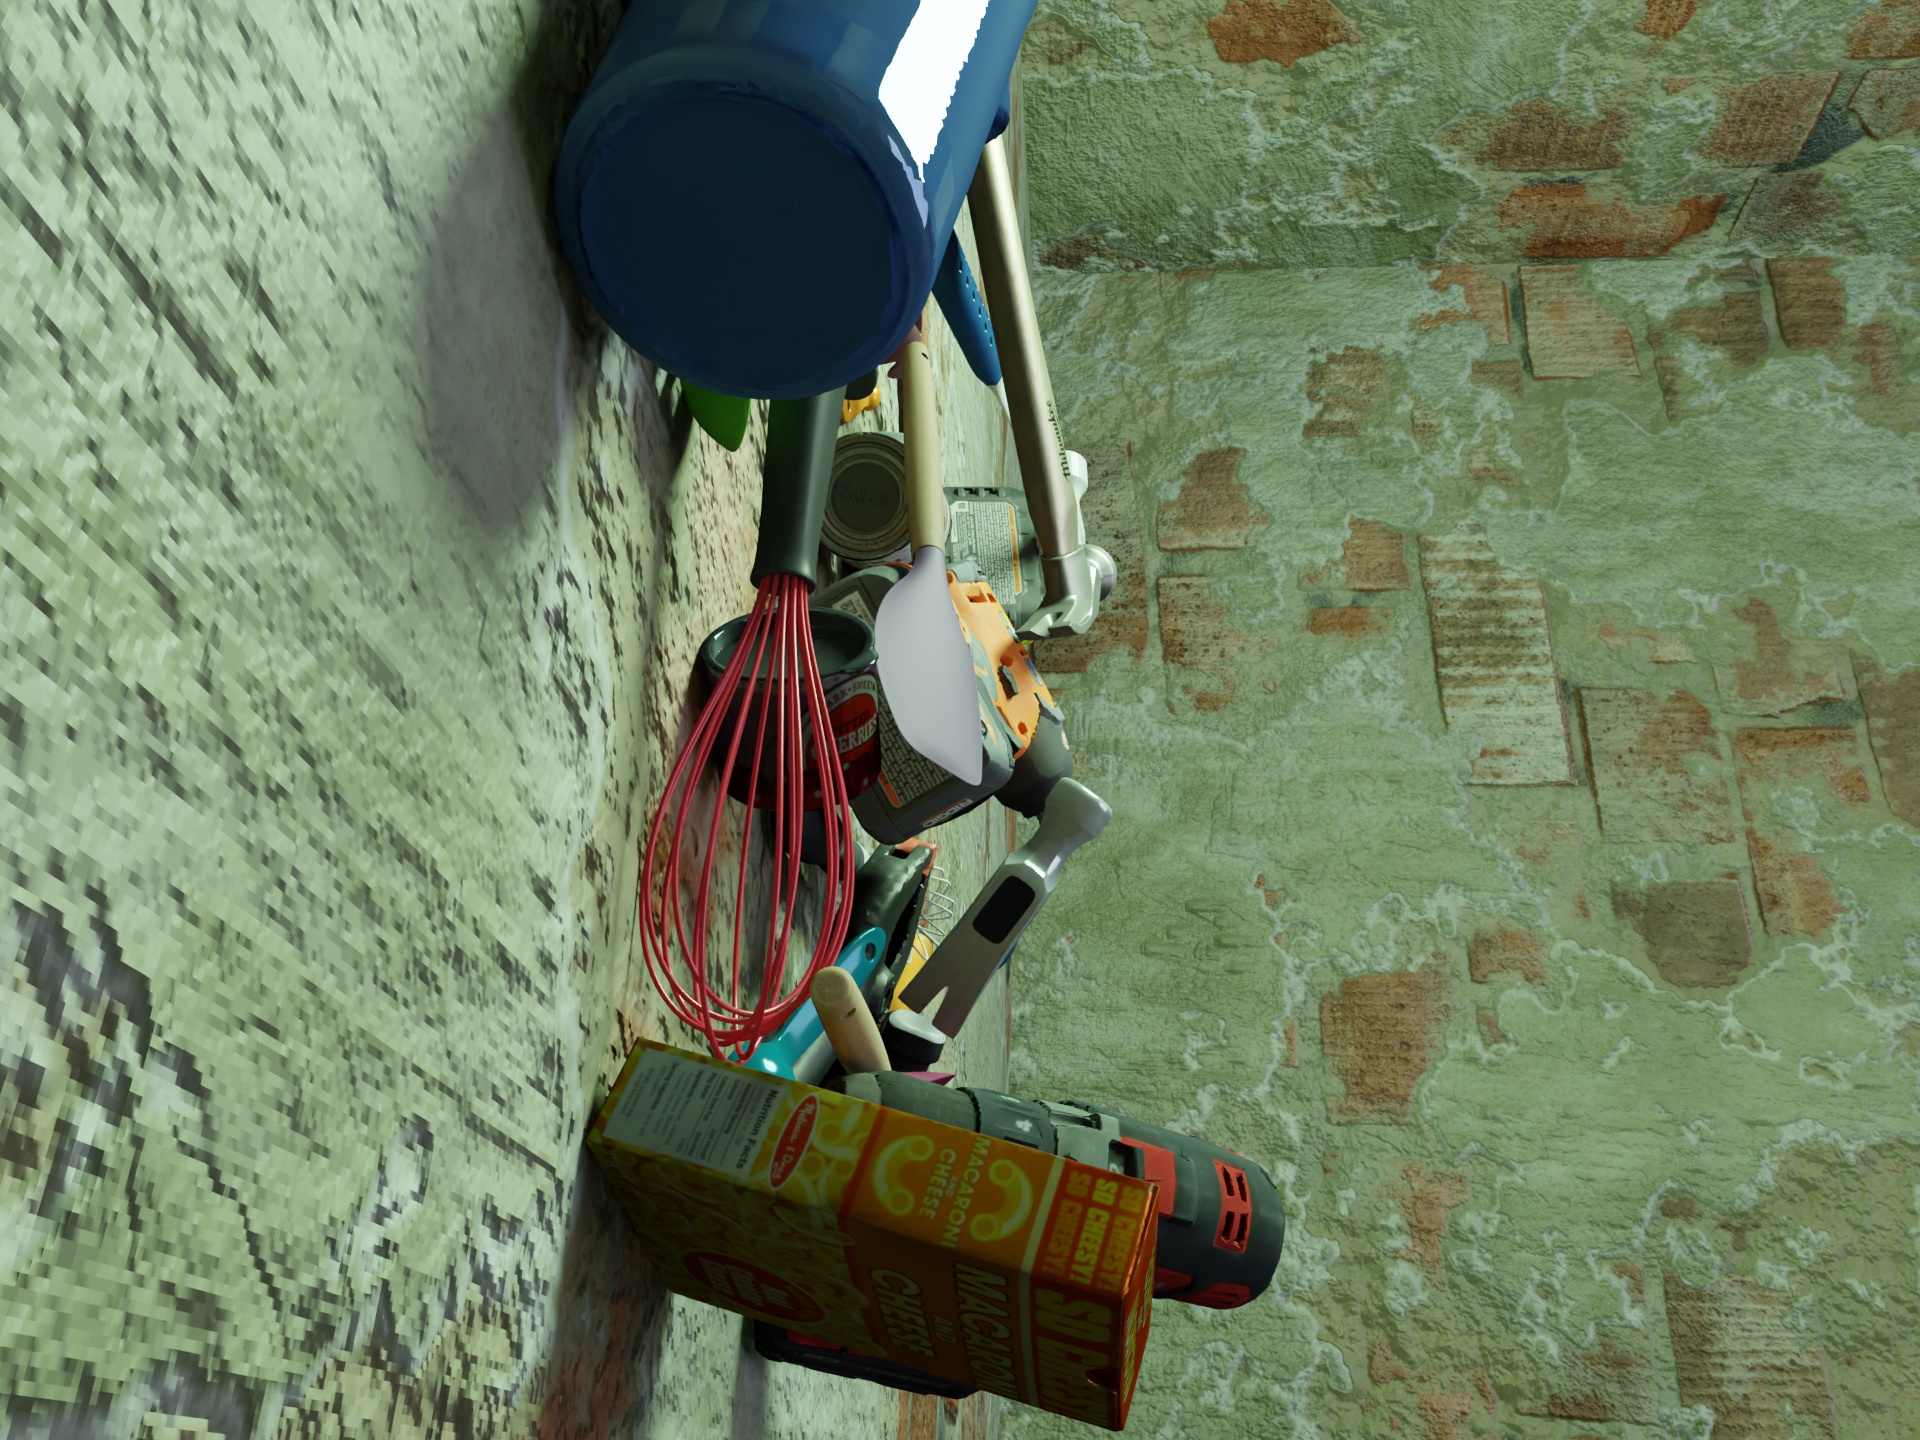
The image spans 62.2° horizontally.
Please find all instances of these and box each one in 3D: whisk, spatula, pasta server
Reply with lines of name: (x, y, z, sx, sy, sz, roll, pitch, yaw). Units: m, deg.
whisk: (-0.052, 0.081, 0.846, 0.284, 0.070, 0.070, 61, 29, -70)
whisk: (-0.064, -0.029, 0.553, 0.073, 0.073, 0.296, 75, 18, -70)
spatula: (-0.018, -0.092, 0.734, 0.059, 0.018, 0.316, 34, 33, -29)
pasta server: (-0.043, -0.205, 1.110, 0.316, 0.040, 0.060, 89, 4, -64)

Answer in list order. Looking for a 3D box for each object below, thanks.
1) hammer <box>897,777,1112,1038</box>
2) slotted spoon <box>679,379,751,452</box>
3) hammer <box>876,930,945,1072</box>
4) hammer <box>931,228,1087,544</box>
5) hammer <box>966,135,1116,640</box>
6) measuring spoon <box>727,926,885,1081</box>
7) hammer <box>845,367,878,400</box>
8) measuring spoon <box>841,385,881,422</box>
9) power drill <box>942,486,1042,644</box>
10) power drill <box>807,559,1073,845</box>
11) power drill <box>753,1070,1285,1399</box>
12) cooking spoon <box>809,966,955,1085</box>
hammer: (0.021, 0.113, 0.871, 0.128, 0.033, 0.331, -53, 173, -9)
slotted spoon: (-0.081, -0.204, 0.664, 0.314, 0.031, 0.070, -87, -173, -53)
hammer: (-0.042, 0.192, 0.949, 0.337, 0.034, 0.127, -85, -163, -84)
hammer: (0.024, -0.210, 1.001, 0.405, 0.035, 0.144, 55, 30, -59)
hammer: (0.023, -0.248, 0.883, 0.146, 0.038, 0.410, -50, 129, -68)
measuring spoon: (-0.058, 0.129, 0.669, 0.129, 0.021, 0.042, -49, 127, -46)
hammer: (-0.053, -0.335, 0.926, 0.146, 0.035, 0.335, 76, 15, -67)
measuring spoon: (-0.061, -0.194, 0.967, 0.117, 0.011, 0.021, -71, 161, -74)
power drill: (0.006, -0.085, 1.253, 0.228, 0.080, 0.191, 102, -14, -63)
power drill: (-0.001, -0.003, 0.817, 0.164, 0.084, 0.226, 61, 15, 3)
power drill: (-0.007, 0.205, 0.641, 0.226, 0.187, 0.080, -42, -147, 48)
cooking spoon: (-0.036, 0.138, 0.631, 0.017, 0.069, 0.318, 56, -11, 18)
